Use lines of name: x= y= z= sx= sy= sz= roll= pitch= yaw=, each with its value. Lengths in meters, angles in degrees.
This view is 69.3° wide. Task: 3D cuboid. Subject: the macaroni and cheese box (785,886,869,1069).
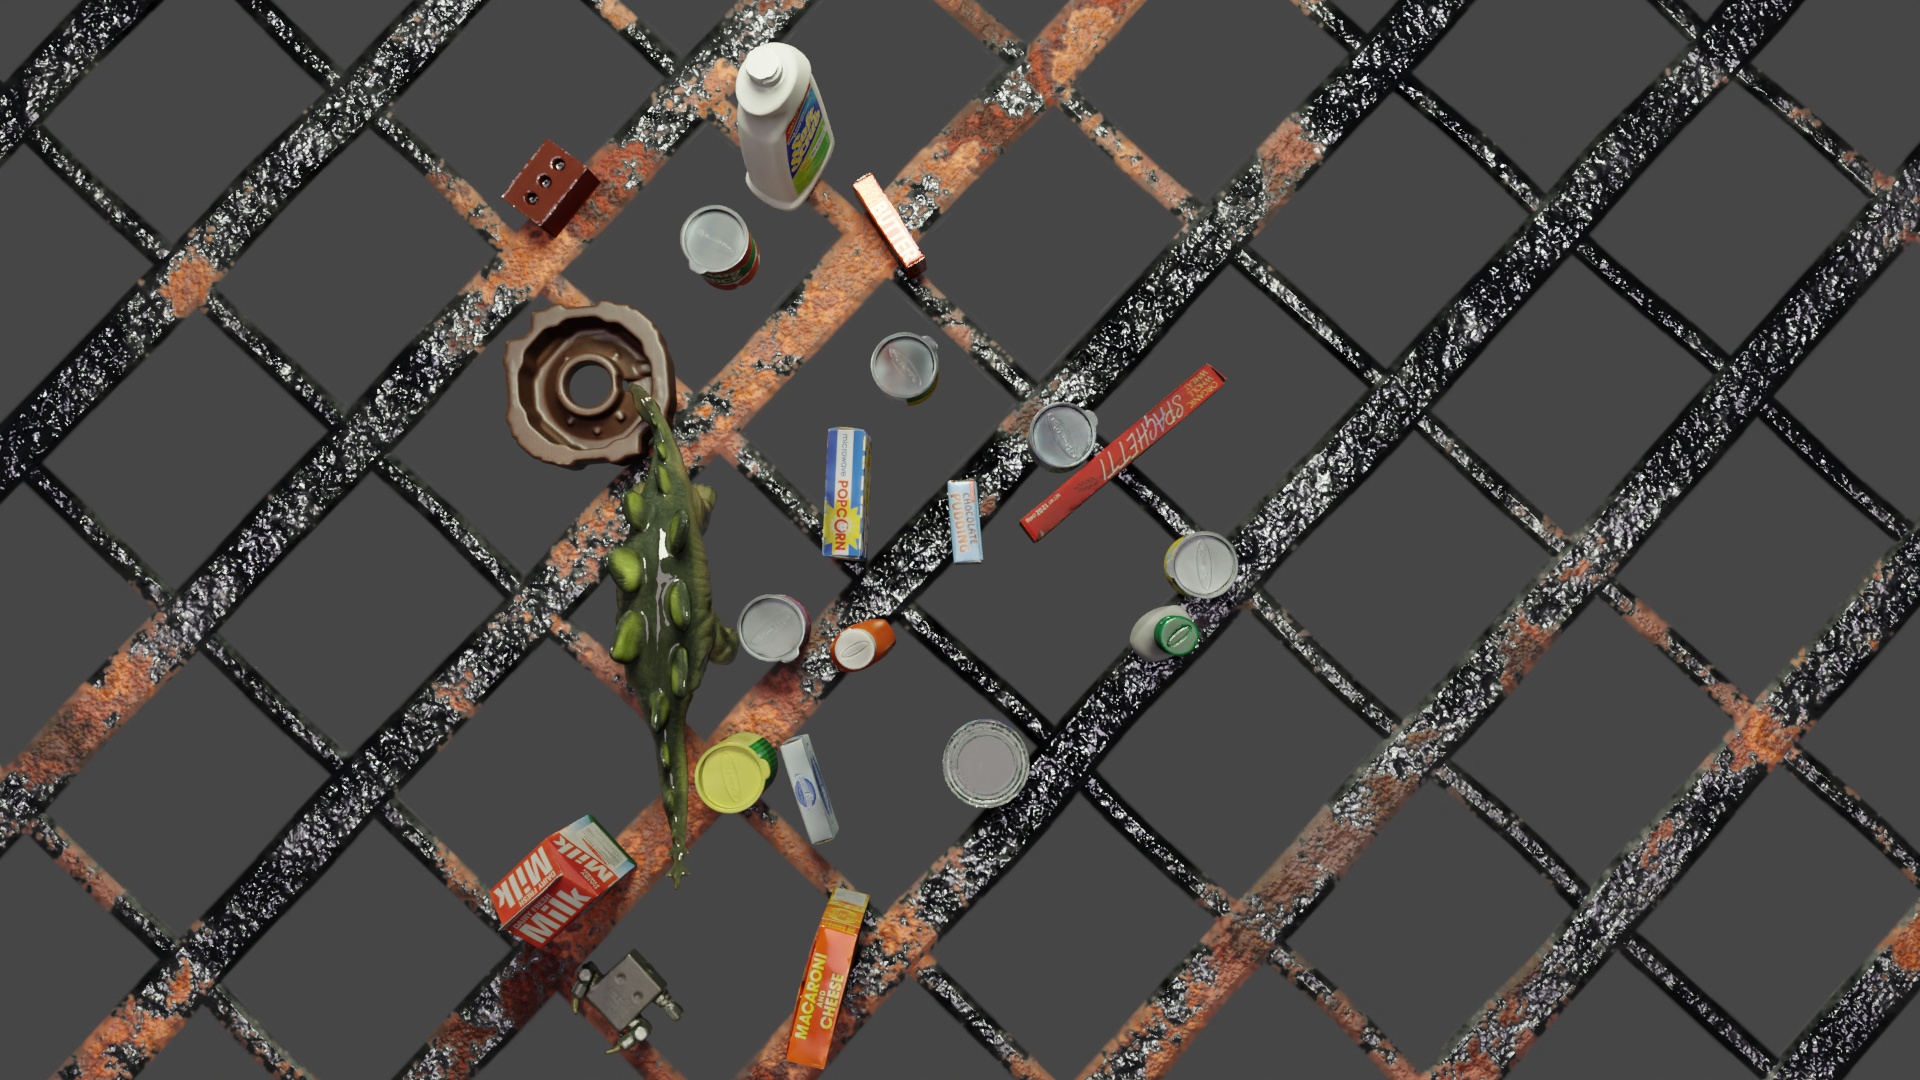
macaroni and cheese box: x=-0.124 y=0.407 z=1.306 sx=0.040 sy=0.166 sz=0.123 roll=14 pitch=87 yaw=1

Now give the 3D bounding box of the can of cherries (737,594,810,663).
can of cherries: x=-0.183 y=0.089 z=1.379 sx=0.071 sy=0.058 sz=0.071 roll=0 pitch=87 yaw=0

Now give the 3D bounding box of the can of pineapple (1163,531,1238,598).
can of pineapple: x=0.237 y=0.024 z=1.383 sx=0.071 sy=0.058 sz=0.071 roll=0 pitch=87 yaw=0

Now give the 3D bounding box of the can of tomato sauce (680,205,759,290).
can of tomato sauce: x=-0.239 y=-0.289 z=1.388 sx=0.071 sy=0.083 sz=0.071 roll=0 pitch=87 yaw=0

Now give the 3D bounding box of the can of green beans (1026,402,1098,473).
can of green beans: x=0.100 y=-0.102 z=1.390 sx=0.071 sy=0.058 sz=0.071 roll=0 pitch=87 yaw=0

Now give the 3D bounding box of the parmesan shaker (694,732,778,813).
parmesan shaker: x=-0.213 y=0.223 z=1.349 sx=0.071 sy=0.103 sz=0.071 roll=0 pitch=87 yaw=0

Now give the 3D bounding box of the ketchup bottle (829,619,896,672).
ketchup bottle: x=-0.097 y=0.102 z=1.333 sx=0.065 sy=0.149 sz=0.043 roll=-29 pitch=88 yaw=-1

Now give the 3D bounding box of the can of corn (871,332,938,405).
can of corn: x=-0.053 y=-0.173 z=1.394 sx=0.071 sy=0.058 sz=0.071 roll=0 pitch=87 yaw=0

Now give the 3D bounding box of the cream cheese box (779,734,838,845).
cream cheese box: x=-0.149 y=0.245 z=1.372 sx=0.024 sy=0.053 sz=0.104 roll=-19 pitch=87 yaw=-1

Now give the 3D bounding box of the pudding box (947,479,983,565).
pudding box: x=0.005 y=-0.017 z=1.389 sx=0.030 sy=0.049 sz=0.083 roll=-5 pitch=87 yaw=0

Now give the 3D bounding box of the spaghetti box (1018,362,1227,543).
spaghetti box: x=0.161 y=-0.087 z=1.393 sx=0.250 sy=0.050 sz=0.028 roll=-40 pitch=88 yaw=-2

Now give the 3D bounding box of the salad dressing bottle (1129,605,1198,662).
salad dressing bottle: x=0.198 y=0.090 z=1.334 sx=0.064 sy=0.147 sz=0.044 roll=-40 pitch=88 yaw=-2

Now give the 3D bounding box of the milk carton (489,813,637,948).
milk carton: x=-0.374 y=0.319 z=1.299 sx=0.072 sy=0.190 sz=0.073 roll=-43 pitch=88 yaw=-2

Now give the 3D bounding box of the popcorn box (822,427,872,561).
popcorn box: x=-0.111 y=-0.044 z=1.373 sx=0.038 sy=0.085 sz=0.126 roll=2 pitch=87 yaw=0

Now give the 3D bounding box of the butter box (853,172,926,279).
butter box: x=-0.071 y=-0.317 z=1.404 sx=0.024 sy=0.053 sz=0.103 roll=-33 pitch=87 yaw=-1
